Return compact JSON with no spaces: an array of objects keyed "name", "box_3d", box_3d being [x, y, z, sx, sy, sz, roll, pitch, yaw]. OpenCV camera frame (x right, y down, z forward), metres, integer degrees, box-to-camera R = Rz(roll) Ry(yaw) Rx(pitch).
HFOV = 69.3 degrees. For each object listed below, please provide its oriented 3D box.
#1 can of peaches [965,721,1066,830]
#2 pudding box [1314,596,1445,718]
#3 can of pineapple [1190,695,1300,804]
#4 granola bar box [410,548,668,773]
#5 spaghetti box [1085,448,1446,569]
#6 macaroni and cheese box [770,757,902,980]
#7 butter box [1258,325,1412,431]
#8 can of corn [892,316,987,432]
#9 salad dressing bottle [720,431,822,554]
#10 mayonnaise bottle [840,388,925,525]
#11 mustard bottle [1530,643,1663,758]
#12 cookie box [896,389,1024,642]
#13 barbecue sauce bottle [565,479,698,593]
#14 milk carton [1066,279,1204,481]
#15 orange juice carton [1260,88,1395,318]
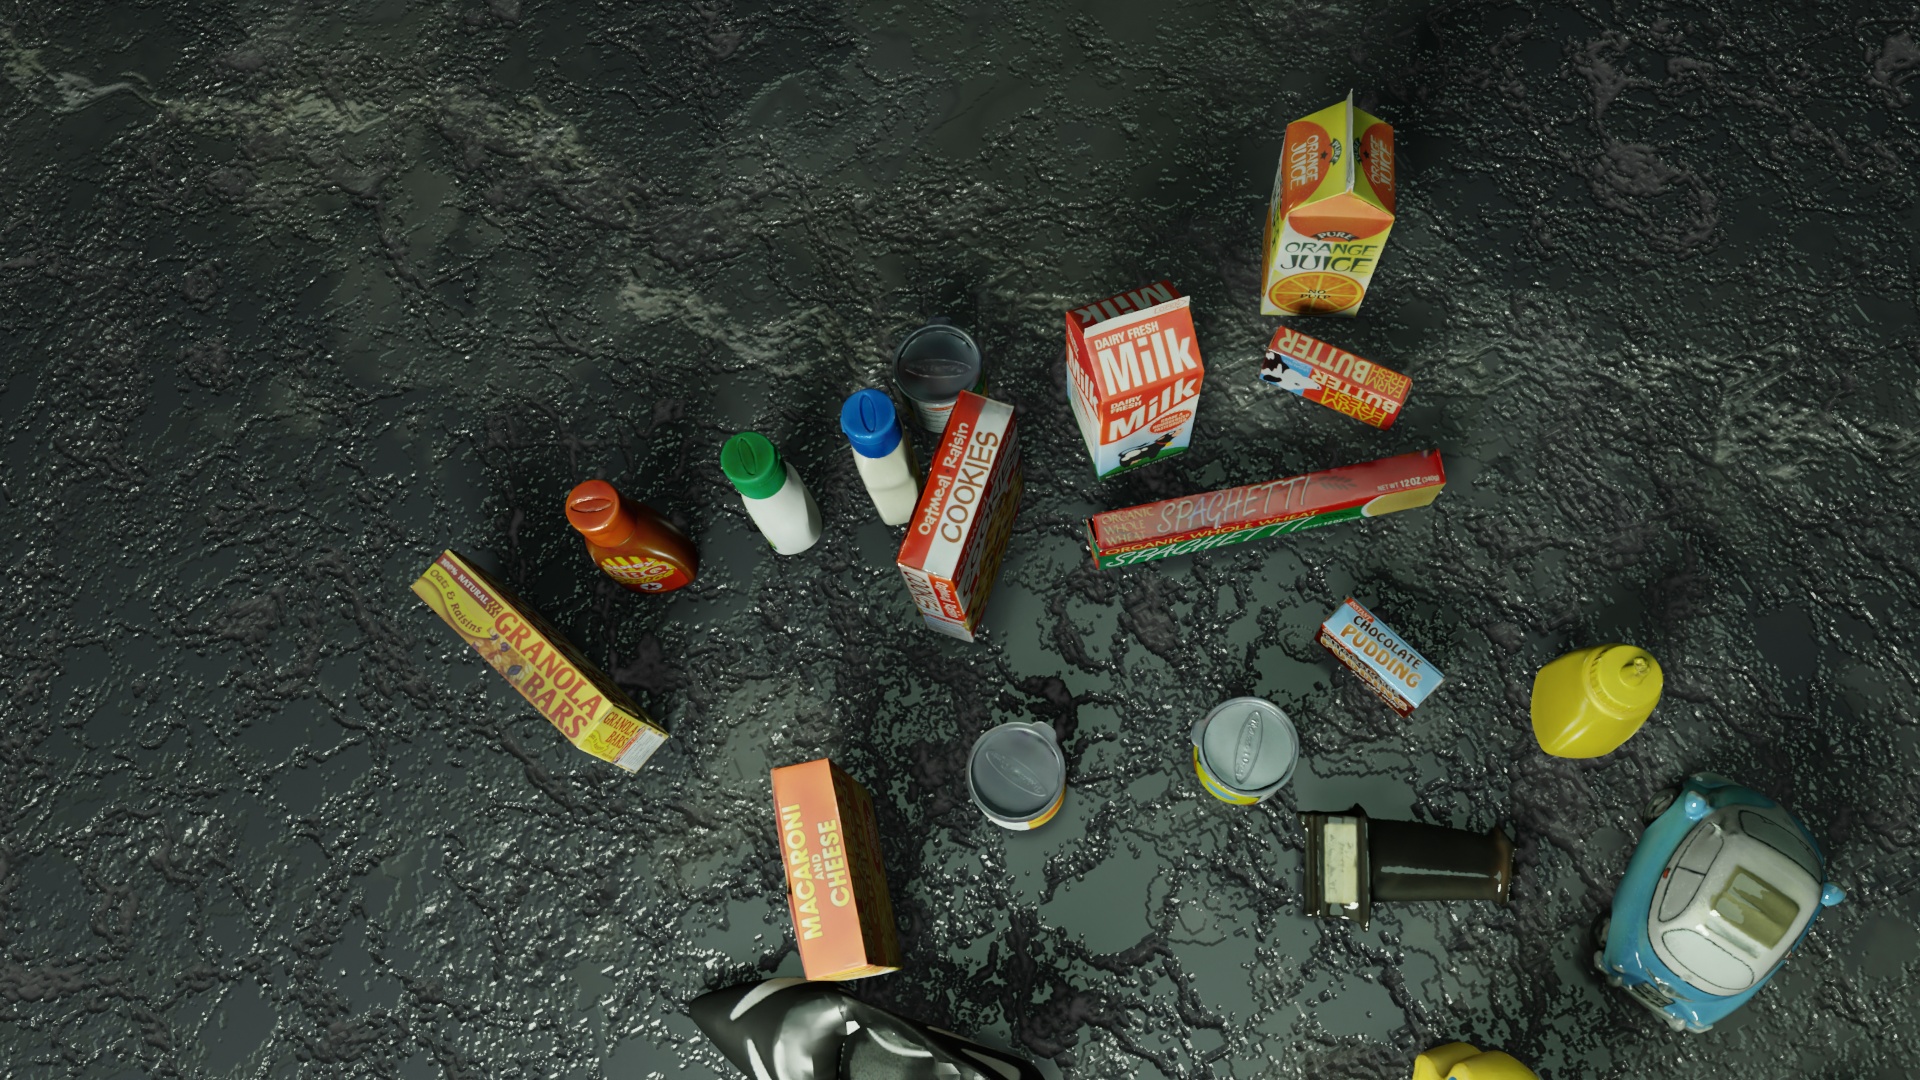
[{"name":"can of peaches","box_3d":[0.040,0.158,0.939,0.071,0.058,0.071,-1,72,5]},{"name":"pudding box","box_3d":[0.285,0.080,0.947,0.030,0.049,0.084,-44,74,-9]},{"name":"can of pineapple","box_3d":[0.189,0.141,0.931,0.071,0.057,0.071,-1,72,5]},{"name":"granola bar box","box_3d":[-0.286,0.085,0.957,0.166,0.124,0.039,39,80,15]},{"name":"spaghetti box","box_3d":[0.214,-0.022,0.986,0.250,0.050,0.029,-11,72,1]},{"name":"macaroni and cheese box","box_3d":[-0.076,0.212,0.875,0.040,0.166,0.124,-13,72,1]},{"name":"butter box","box_3d":[0.272,-0.118,1.010,0.103,0.053,0.024,25,76,12]},{"name":"can of corn","box_3d":[-0.014,-0.123,1.035,0.071,0.058,0.071,-1,72,5]},{"name":"salad dressing bottle","box_3d":[-0.132,-0.034,0.970,0.044,0.147,0.064,-21,72,-1]},{"name":"mayonnaise bottle","box_3d":[-0.053,-0.061,0.971,0.041,0.147,0.065,-13,72,1]},{"name":"mustard bottle","box_3d":[0.403,0.097,0.872,0.049,0.160,0.065,0,73,5]},{"name":"cookie box","box_3d":[0.003,-0.012,0.940,0.040,0.167,0.123,17,75,10]},{"name":"barbecue sauce bottle","box_3d":[-0.232,-0.002,0.968,0.065,0.148,0.044,-6,72,4]},{"name":"milk carton","box_3d":[0.117,-0.114,0.951,0.072,0.190,0.073,-19,72,-1]},{"name":"orange juice carton","box_3d":[0.258,-0.231,0.975,0.073,0.192,0.072,3,73,6]}]
